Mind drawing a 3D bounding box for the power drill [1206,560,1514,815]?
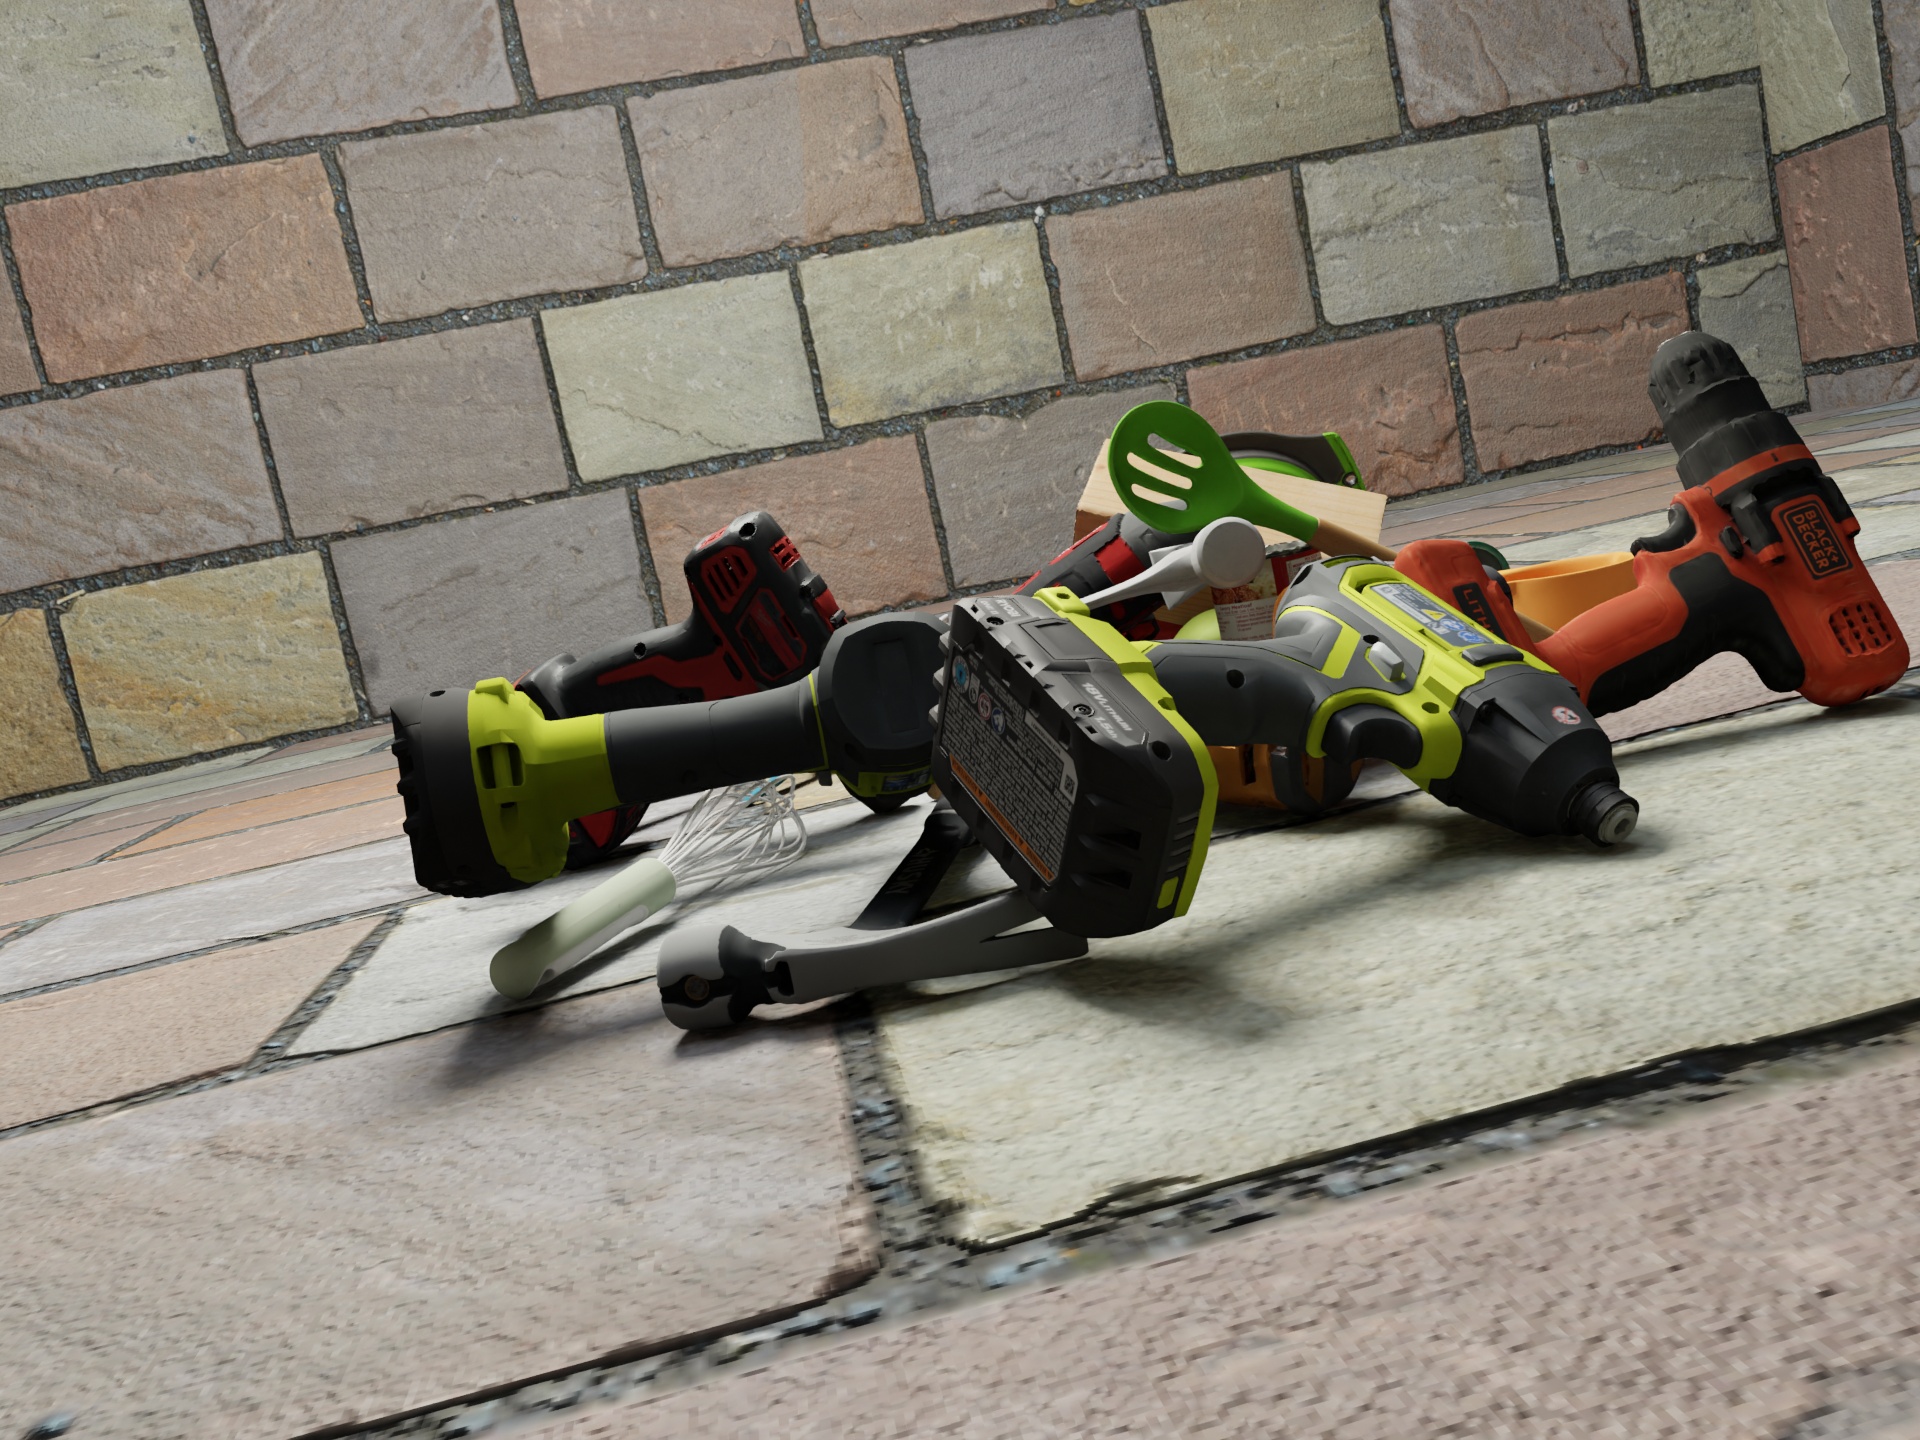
[{"bbox_3d":[0.152,-0.020,0.799,0.185,0.084,0.226,8,23,44],"label":"power drill"}]

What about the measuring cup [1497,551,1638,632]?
[{"bbox_3d":[0.362,-0.071,1.025,0.095,0.052,0.174,-15,6,-20],"label":"measuring cup"}]

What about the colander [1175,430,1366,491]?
[{"bbox_3d":[0.158,-0.089,1.310,0.397,0.204,0.095,-26,39,12],"label":"colander"}]

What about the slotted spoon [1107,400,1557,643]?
[{"bbox_3d":[0.219,-0.095,0.897,0.313,0.070,0.031,22,-7,-14],"label":"slotted spoon"}]

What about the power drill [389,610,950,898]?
[{"bbox_3d":[-0.108,0.017,0.686,0.228,0.080,0.190,-11,-9,-6],"label":"power drill"}]

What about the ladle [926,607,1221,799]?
[{"bbox_3d":[0.098,-0.005,1.025,0.320,0.062,0.078,-27,12,-39],"label":"ladle"}]

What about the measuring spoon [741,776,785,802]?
[{"bbox_3d":[-0.109,0.039,1.101,0.042,0.021,0.128,-21,10,36],"label":"measuring spoon"}]

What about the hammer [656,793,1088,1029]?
[{"bbox_3d":[-0.003,0.052,0.736,0.149,0.036,0.409,-9,7,11],"label":"hammer"}]

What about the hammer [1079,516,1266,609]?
[{"bbox_3d":[-0.047,-0.019,0.825,0.405,0.035,0.144,-20,2,-1],"label":"hammer"}]

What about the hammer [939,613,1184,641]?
[{"bbox_3d":[0.171,-0.075,1.220,0.386,0.038,0.143,-6,11,-2],"label":"hammer"}]

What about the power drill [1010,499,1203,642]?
[{"bbox_3d":[0.086,-0.075,1.010,0.143,0.078,0.219,-36,-3,-8],"label":"power drill"}]

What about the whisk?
[{"bbox_3d":[-0.142,0.075,0.763,0.057,0.059,0.246,-51,-7,27],"label":"whisk"}]

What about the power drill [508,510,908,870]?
[{"bbox_3d":[-0.151,0.005,0.933,0.226,0.188,0.080,-28,12,21],"label":"power drill"}]

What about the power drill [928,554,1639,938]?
[{"bbox_3d":[0.117,0.004,0.575,0.223,0.080,0.171,-8,33,-26],"label":"power drill"}]
